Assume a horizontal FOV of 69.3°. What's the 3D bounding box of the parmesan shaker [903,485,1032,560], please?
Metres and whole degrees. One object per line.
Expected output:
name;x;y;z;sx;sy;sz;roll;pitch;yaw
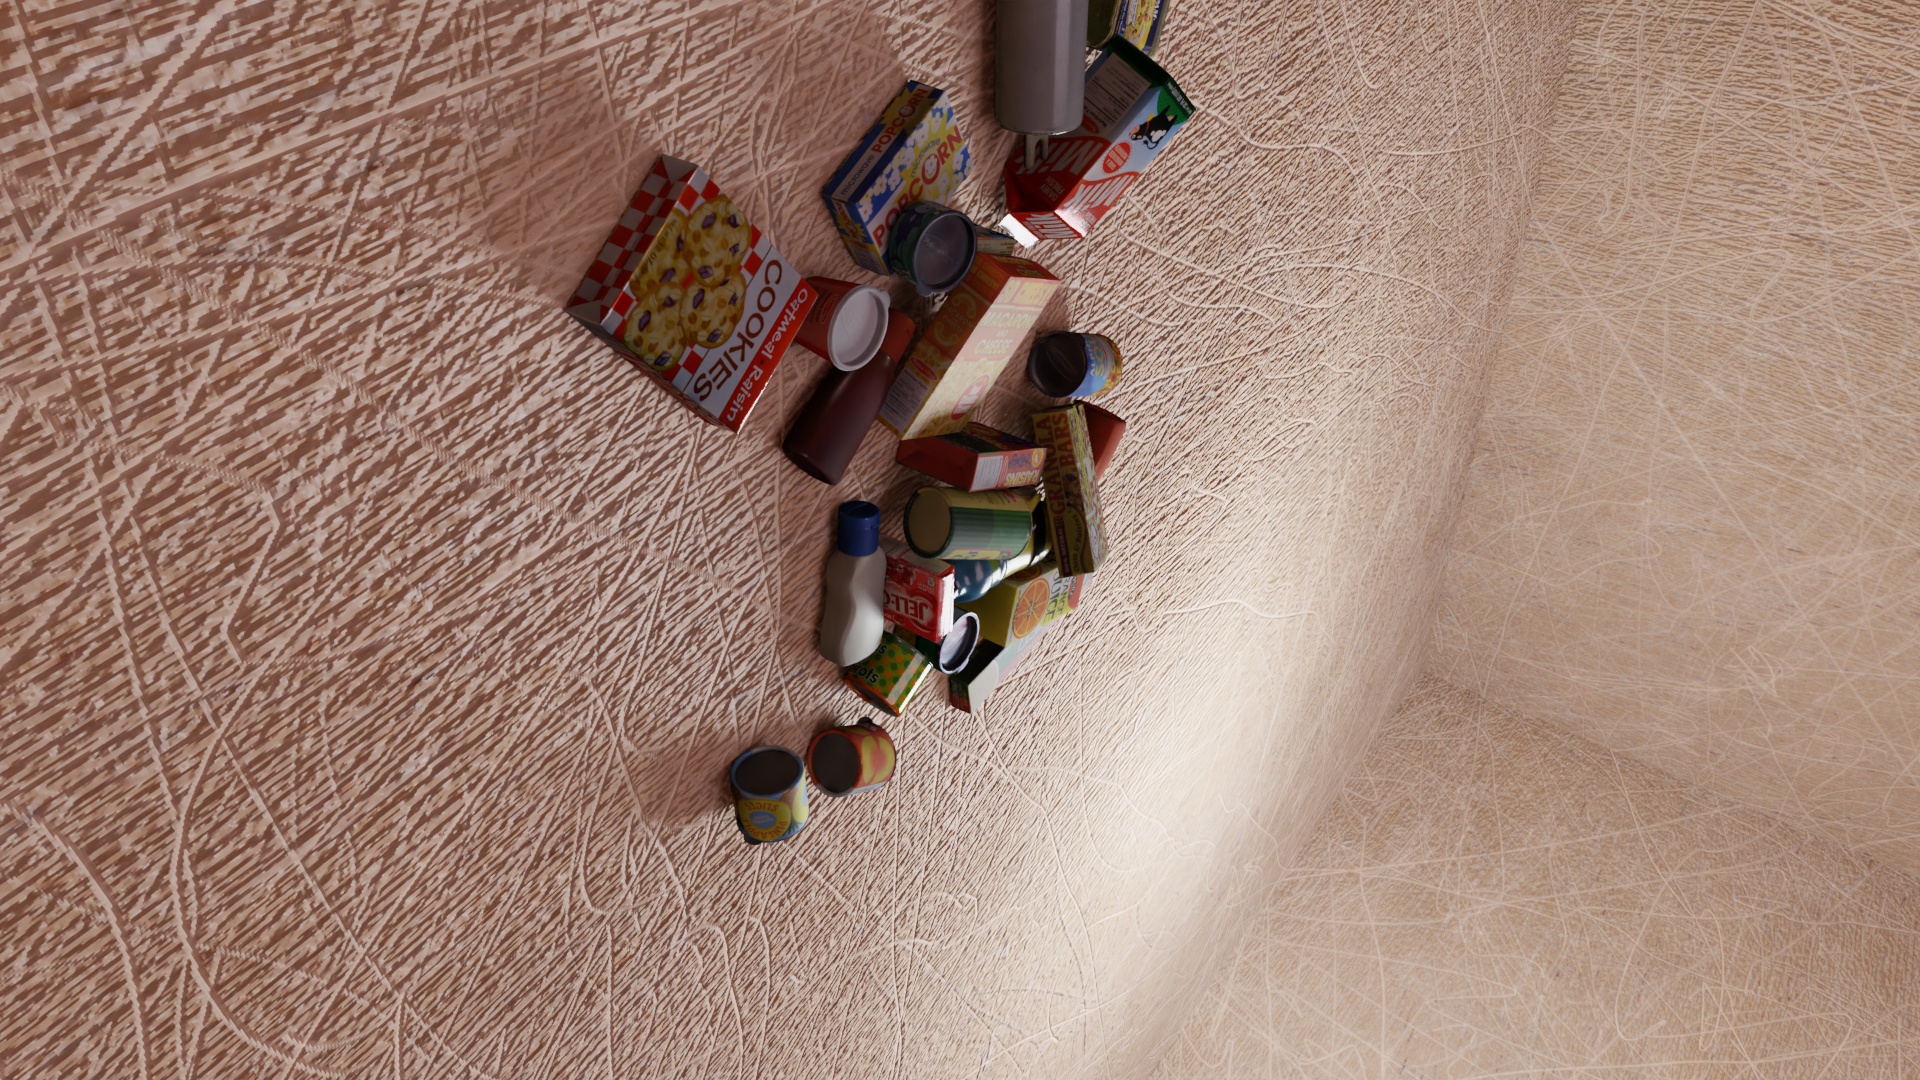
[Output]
parmesan shaker;0.004;-0.016;1.260;0.103;0.071;0.071;1;110;-45

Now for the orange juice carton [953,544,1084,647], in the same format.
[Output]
orange juice carton;0.077;0.044;1.495;0.193;0.073;0.071;-23;129;-52

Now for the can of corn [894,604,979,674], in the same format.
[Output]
can of corn;-0.024;0.093;1.380;0.071;0.058;0.070;-39;141;-40

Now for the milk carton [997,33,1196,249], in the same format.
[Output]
milk carton;0.111;-0.342;1.235;0.190;0.073;0.072;-47;154;12

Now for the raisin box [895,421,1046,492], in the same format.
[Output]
raisin box;0.012;-0.078;1.284;0.124;0.086;0.040;-10;118;-56

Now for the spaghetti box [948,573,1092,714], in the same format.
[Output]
spaghetti box;0.073;0.097;1.574;0.251;0.029;0.050;-44;145;-34

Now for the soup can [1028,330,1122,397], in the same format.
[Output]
soup can;0.120;-0.180;1.406;0.084;0.071;0.071;-10;120;-57

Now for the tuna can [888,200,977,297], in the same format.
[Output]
tuna can;-0.023;-0.226;1.079;0.071;0.033;0.070;-26;131;-33

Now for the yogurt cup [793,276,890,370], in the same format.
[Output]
yogurt cup;-0.097;-0.170;1.068;0.073;0.054;0.072;-38;141;-40

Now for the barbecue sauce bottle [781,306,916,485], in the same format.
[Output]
barbecue sauce bottle;-0.087;-0.121;1.133;0.149;0.044;0.064;-60;152;-12

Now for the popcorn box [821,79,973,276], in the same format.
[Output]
popcorn box;-0.047;-0.282;1.085;0.127;0.038;0.085;-56;149;-18

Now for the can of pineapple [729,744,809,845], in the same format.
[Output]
can of pineapple;-0.169;0.224;1.225;0.071;0.071;0.057;-39;140;-39

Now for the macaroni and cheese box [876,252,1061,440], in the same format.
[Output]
macaroni and cheese box;0.006;-0.166;1.190;0.166;0.040;0.124;-55;165;20

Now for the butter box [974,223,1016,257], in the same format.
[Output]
butter box;-0.003;-0.250;1.167;0.104;0.053;0.024;-18;128;-53

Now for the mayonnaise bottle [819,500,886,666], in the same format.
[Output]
mayonnaise bottle;-0.094;0.037;1.241;0.065;0.041;0.147;-30;134;-48

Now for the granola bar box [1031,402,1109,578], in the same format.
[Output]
granola bar box;0.114;-0.054;1.411;0.124;0.039;0.165;-33;114;-75

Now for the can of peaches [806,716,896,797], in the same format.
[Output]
can of peaches;-0.104;0.206;1.324;0.058;0.071;0.071;1;110;-59

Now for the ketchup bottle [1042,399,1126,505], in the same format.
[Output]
ketchup bottle;0.122;-0.074;1.497;0.043;0.065;0.148;7;110;-54

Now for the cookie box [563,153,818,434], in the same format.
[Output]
cookie box;-0.179;-0.164;0.954;0.123;0.040;0.167;-61;150;-8

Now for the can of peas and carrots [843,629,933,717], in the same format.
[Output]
can of peas and carrots;-0.071;0.125;1.320;0.059;0.071;0.070;-56;150;-17
